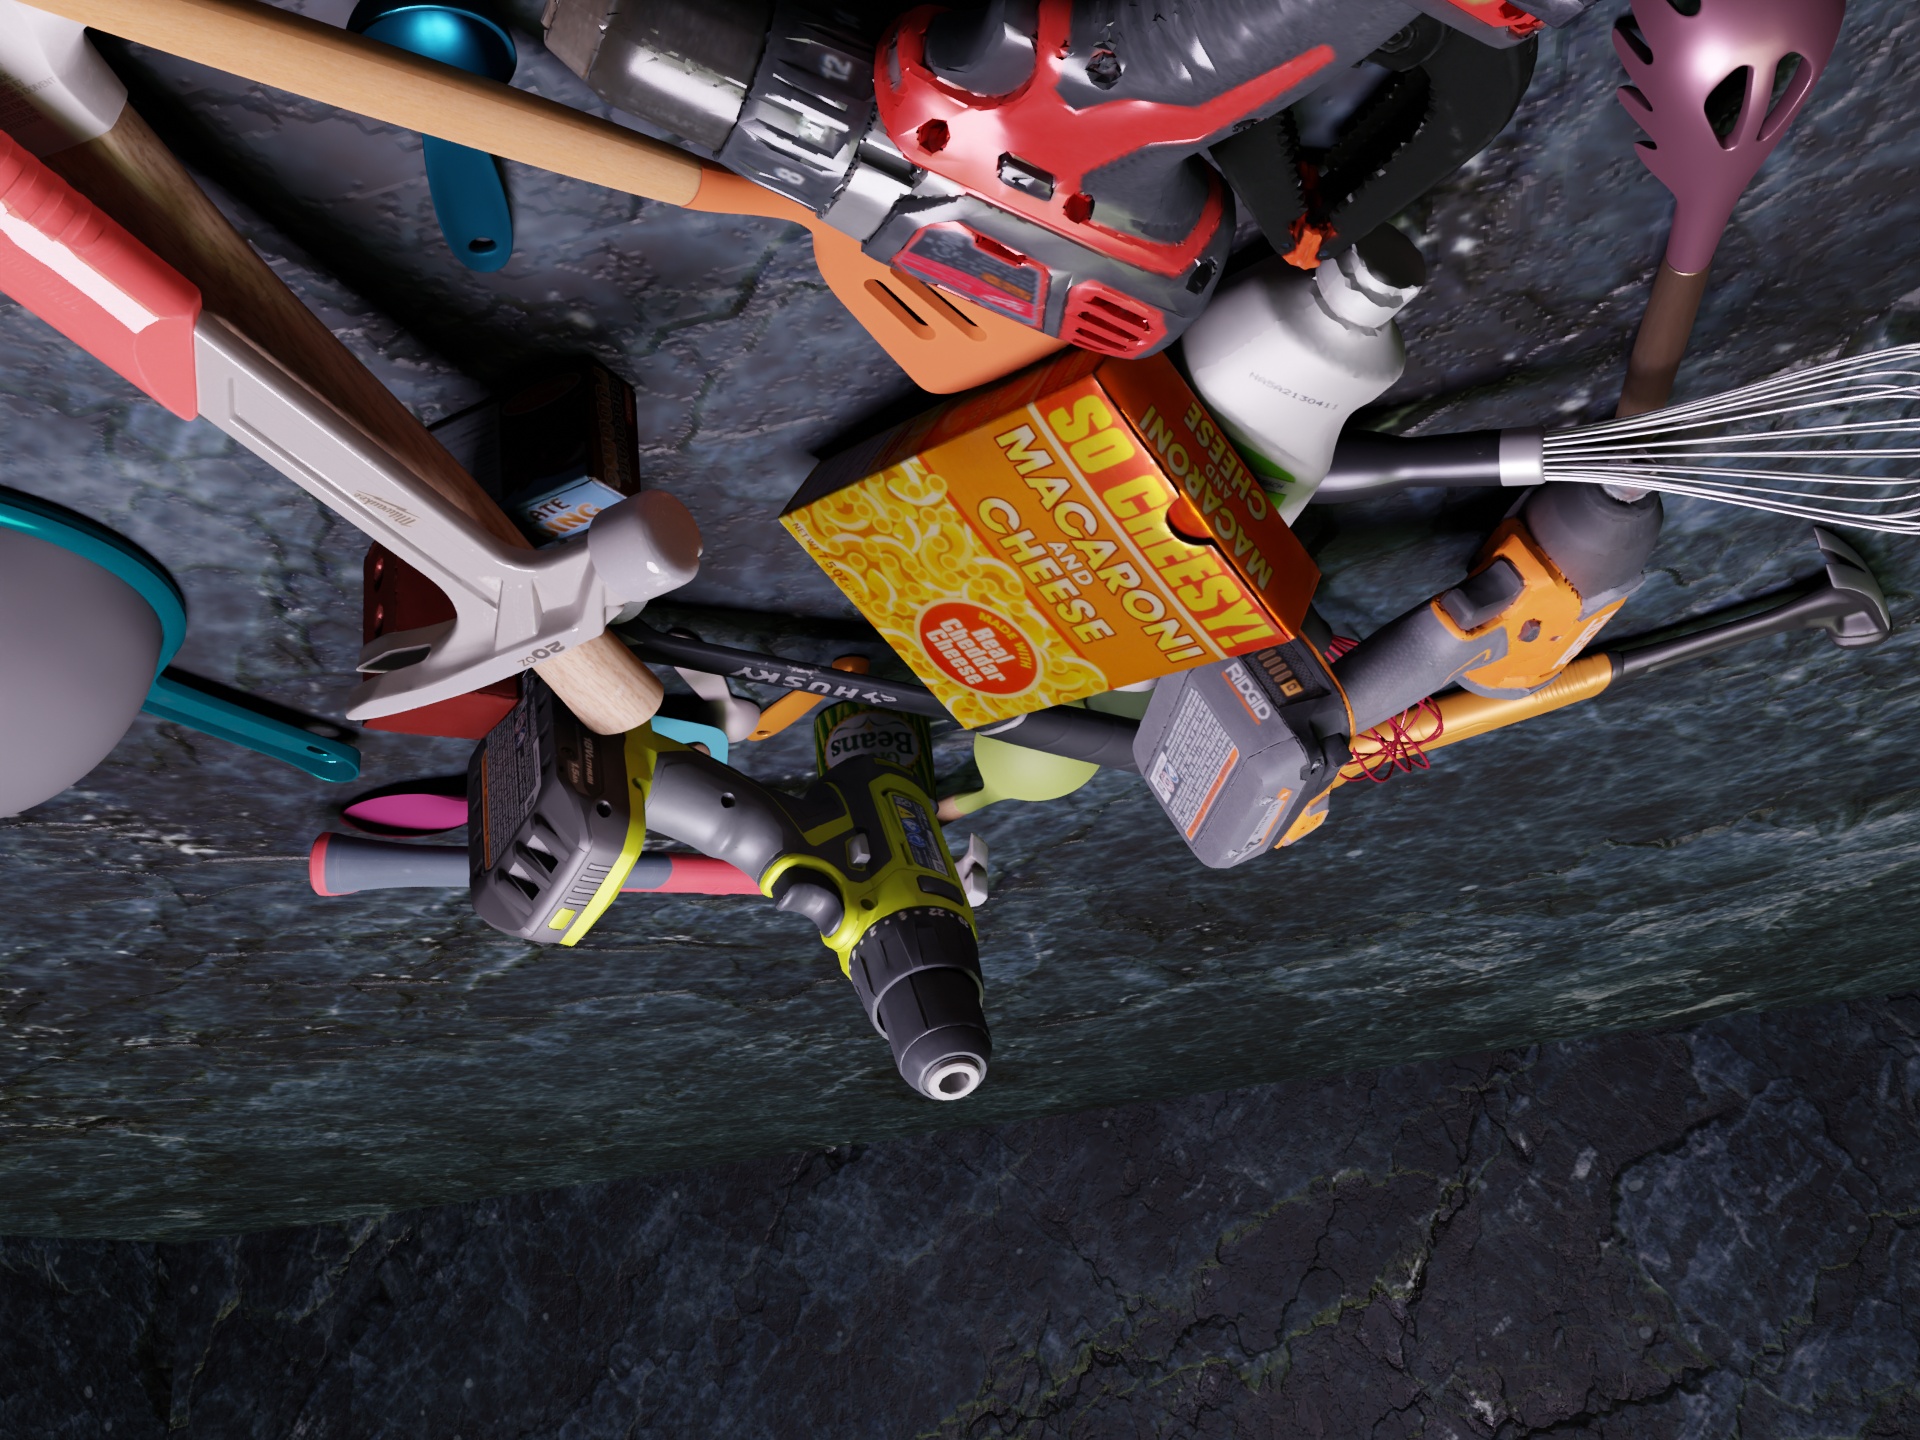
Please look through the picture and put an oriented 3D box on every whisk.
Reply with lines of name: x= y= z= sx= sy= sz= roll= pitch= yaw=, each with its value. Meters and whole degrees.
whisk: x=0.183 y=-0.034 z=0.807 sx=0.073 sy=0.073 sz=0.295 roll=-17 pitch=151 yaw=24
whisk: x=0.247 y=-0.103 z=0.602 sx=0.285 sy=0.070 sz=0.070 roll=2 pitch=164 yaw=26

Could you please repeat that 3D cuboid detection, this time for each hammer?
hammer: x=-0.190 y=-0.091 z=0.496 sx=0.130 sy=0.031 sz=0.331 roll=-11 pitch=144 yaw=17
hammer: x=-0.233 y=-0.113 z=0.404 sx=0.149 sy=0.037 sz=0.358 roll=-18 pitch=143 yaw=25
hammer: x=0.344 y=-0.021 z=0.917 sx=0.337 sy=0.034 sz=0.127 roll=-21 pitch=155 yaw=32
hammer: x=-0.177 y=0.086 z=0.919 sx=0.386 sy=0.038 sz=0.143 roll=2 pitch=168 yaw=-6
hammer: x=-0.001 y=-0.003 z=0.787 sx=0.408 sy=0.036 sz=0.149 roll=12 pitch=153 yaw=-21

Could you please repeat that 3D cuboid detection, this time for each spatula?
spatula: x=-0.139 y=0.056 z=0.975 sx=0.082 sy=0.044 sz=0.317 roll=8 pitch=168 yaw=12
spatula: x=-0.093 y=-0.145 z=0.431 sx=0.322 sy=0.041 sz=0.081 roll=2 pitch=168 yaw=-45

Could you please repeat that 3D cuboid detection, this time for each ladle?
ladle: x=-0.010 y=0.044 z=0.986 sx=0.078 sy=0.062 sz=0.320 roll=5 pitch=163 yaw=-27

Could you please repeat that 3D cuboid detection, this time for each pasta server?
pasta server: x=0.251 y=-0.157 z=0.563 sx=0.060 sy=0.040 sz=0.316 roll=-12 pitch=162 yaw=12

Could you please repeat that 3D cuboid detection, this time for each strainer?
strainer: x=-0.399 y=0.007 z=0.688 sx=0.211 sy=0.095 sz=0.340 roll=-17 pitch=155 yaw=24

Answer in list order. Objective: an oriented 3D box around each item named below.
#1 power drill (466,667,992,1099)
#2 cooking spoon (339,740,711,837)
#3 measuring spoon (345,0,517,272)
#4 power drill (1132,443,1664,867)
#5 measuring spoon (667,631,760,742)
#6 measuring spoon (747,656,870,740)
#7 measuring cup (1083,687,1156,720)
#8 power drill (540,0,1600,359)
power drill: x=-0.090 y=0.067 z=0.691 sx=0.228 sy=0.191 sz=0.080 roll=23 pitch=116 yaw=-31
cooking spoon: x=-0.244 y=0.042 z=0.871 sx=0.319 sy=0.017 sz=0.068 roll=-12 pitch=160 yaw=40
measuring spoon: x=-0.142 y=-0.165 z=0.445 sx=0.042 sy=0.021 sz=0.128 roll=-10 pitch=168 yaw=-11
power drill: x=0.196 y=-0.035 z=0.685 sx=0.226 sy=0.084 sz=0.164 roll=-26 pitch=159 yaw=-16
measuring spoon: x=-0.130 y=-0.014 z=0.817 sx=0.034 sy=0.018 sz=0.124 roll=-8 pitch=158 yaw=4
measuring spoon: x=-0.084 y=-0.008 z=0.855 sx=0.021 sy=0.011 sz=0.117 roll=10 pitch=153 yaw=-35
measuring cup: x=0.070 y=-0.042 z=0.787 sx=0.083 sy=0.038 sz=0.167 roll=-22 pitch=148 yaw=37
power drill: x=0.018 y=-0.168 z=0.350 sx=0.187 sy=0.080 sz=0.227 roll=18 pitch=163 yaw=-22
